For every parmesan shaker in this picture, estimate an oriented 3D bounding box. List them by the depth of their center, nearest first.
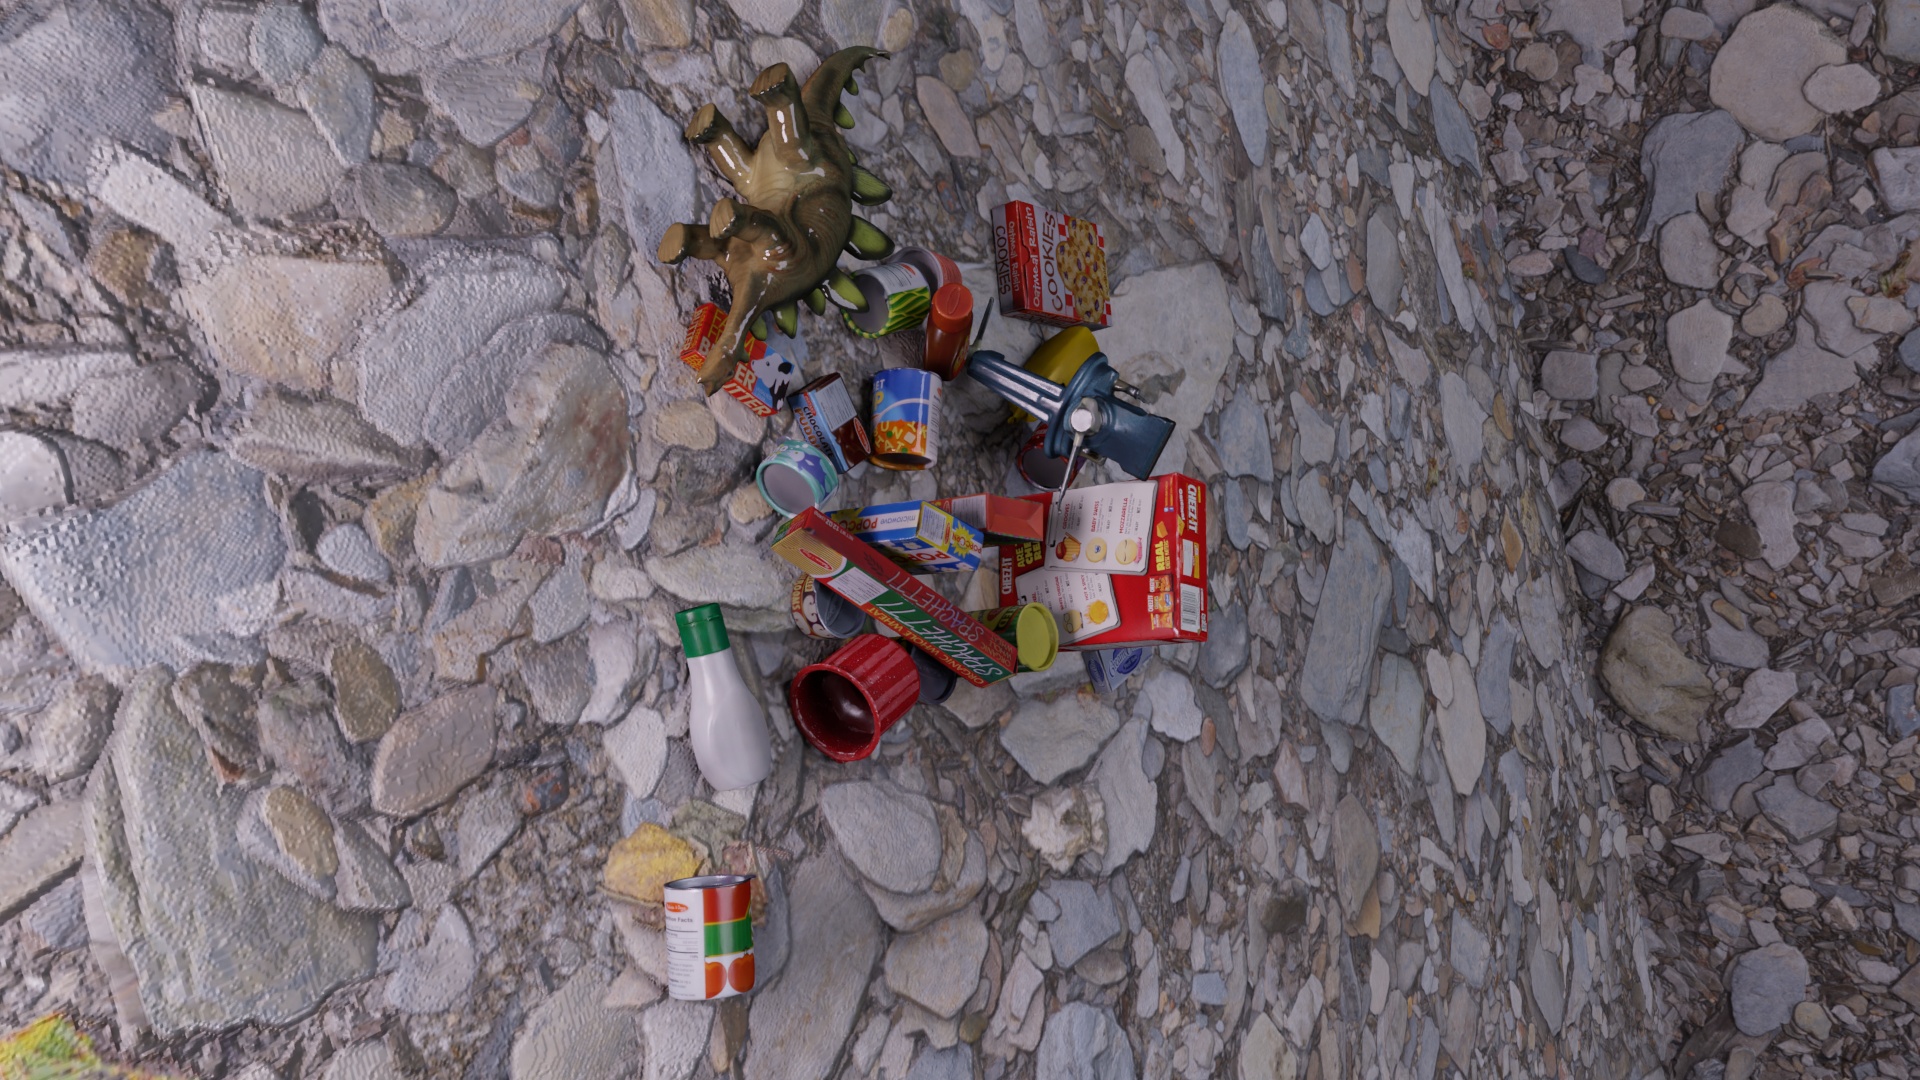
[{"bbox_3d":[0.033,0.099,1.349,0.071,0.103,0.071,14,72,-49],"label":"parmesan shaker"}]

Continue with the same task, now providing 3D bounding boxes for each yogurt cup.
[{"bbox_3d":[-0.034,-0.255,1.373,0.054,0.072,0.072,-12,92,-59],"label":"yogurt cup"}]

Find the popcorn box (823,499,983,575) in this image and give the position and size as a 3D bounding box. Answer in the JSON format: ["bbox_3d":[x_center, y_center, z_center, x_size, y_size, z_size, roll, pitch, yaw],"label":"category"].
[{"bbox_3d":[-0.054,0.000,1.247,0.085,0.126,0.038,28,65,-44],"label":"popcorn box"}]

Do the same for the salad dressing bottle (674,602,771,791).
[{"bbox_3d":[-0.194,0.125,1.119,0.064,0.044,0.147,-17,95,-49],"label":"salad dressing bottle"}]

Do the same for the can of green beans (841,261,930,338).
[{"bbox_3d":[-0.072,-0.228,1.319,0.058,0.071,0.071,-25,102,-49],"label":"can of green beans"}]

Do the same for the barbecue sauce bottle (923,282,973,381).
[{"bbox_3d":[-0.011,-0.204,1.336,0.148,0.044,0.065,106,2,-78],"label":"barbecue sauce bottle"}]

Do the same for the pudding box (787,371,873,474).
[{"bbox_3d":[-0.118,-0.105,1.267,0.050,0.030,0.083,-42,115,-47],"label":"pudding box"}]

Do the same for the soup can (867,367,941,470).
[{"bbox_3d":[-0.055,-0.115,1.319,0.071,0.071,0.084,18,70,-47],"label":"soup can"}]

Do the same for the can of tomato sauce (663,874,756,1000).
[{"bbox_3d":[-0.191,0.303,1.067,0.071,0.071,0.083,3,81,-50],"label":"can of tomato sauce"}]

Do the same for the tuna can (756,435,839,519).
[{"bbox_3d":[-0.143,-0.053,1.199,0.033,0.071,0.071,-52,121,-41],"label":"tuna can"}]

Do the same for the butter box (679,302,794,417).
[{"bbox_3d":[-0.191,-0.154,1.193,0.103,0.024,0.053,36,56,-41],"label":"butter box"}]

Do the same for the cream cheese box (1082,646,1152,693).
[{"bbox_3d":[0.180,0.129,1.582,0.104,0.024,0.053,-32,107,-49],"label":"cream cheese box"}]

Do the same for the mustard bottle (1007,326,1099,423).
[{"bbox_3d":[0.092,-0.172,1.512,0.048,0.065,0.161,55,53,-22],"label":"mustard bottle"}]

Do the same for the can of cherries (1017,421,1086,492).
[{"bbox_3d":[0.101,-0.096,1.500,0.071,0.071,0.059,57,46,-26],"label":"can of cherries"}]

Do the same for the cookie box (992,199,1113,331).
[{"bbox_3d":[0.106,-0.307,1.569,0.168,0.040,0.123,0,82,-50],"label":"cookie box"}]

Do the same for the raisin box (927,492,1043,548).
[{"bbox_3d":[0.005,-0.017,1.323,0.086,0.123,0.040,8,78,-49],"label":"raisin box"}]

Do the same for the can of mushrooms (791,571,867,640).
[{"bbox_3d":[-0.117,0.054,1.232,0.071,0.033,0.071,12,74,-49],"label":"can of mushrooms"}]

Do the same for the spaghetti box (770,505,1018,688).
[{"bbox_3d":[-0.053,0.054,1.220,0.250,0.050,0.029,36,48,-25],"label":"spaghetti box"}]

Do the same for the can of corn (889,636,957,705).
[{"bbox_3d":[-0.045,0.118,1.286,0.071,0.058,0.071,13,73,-48],"label":"can of corn"}]
